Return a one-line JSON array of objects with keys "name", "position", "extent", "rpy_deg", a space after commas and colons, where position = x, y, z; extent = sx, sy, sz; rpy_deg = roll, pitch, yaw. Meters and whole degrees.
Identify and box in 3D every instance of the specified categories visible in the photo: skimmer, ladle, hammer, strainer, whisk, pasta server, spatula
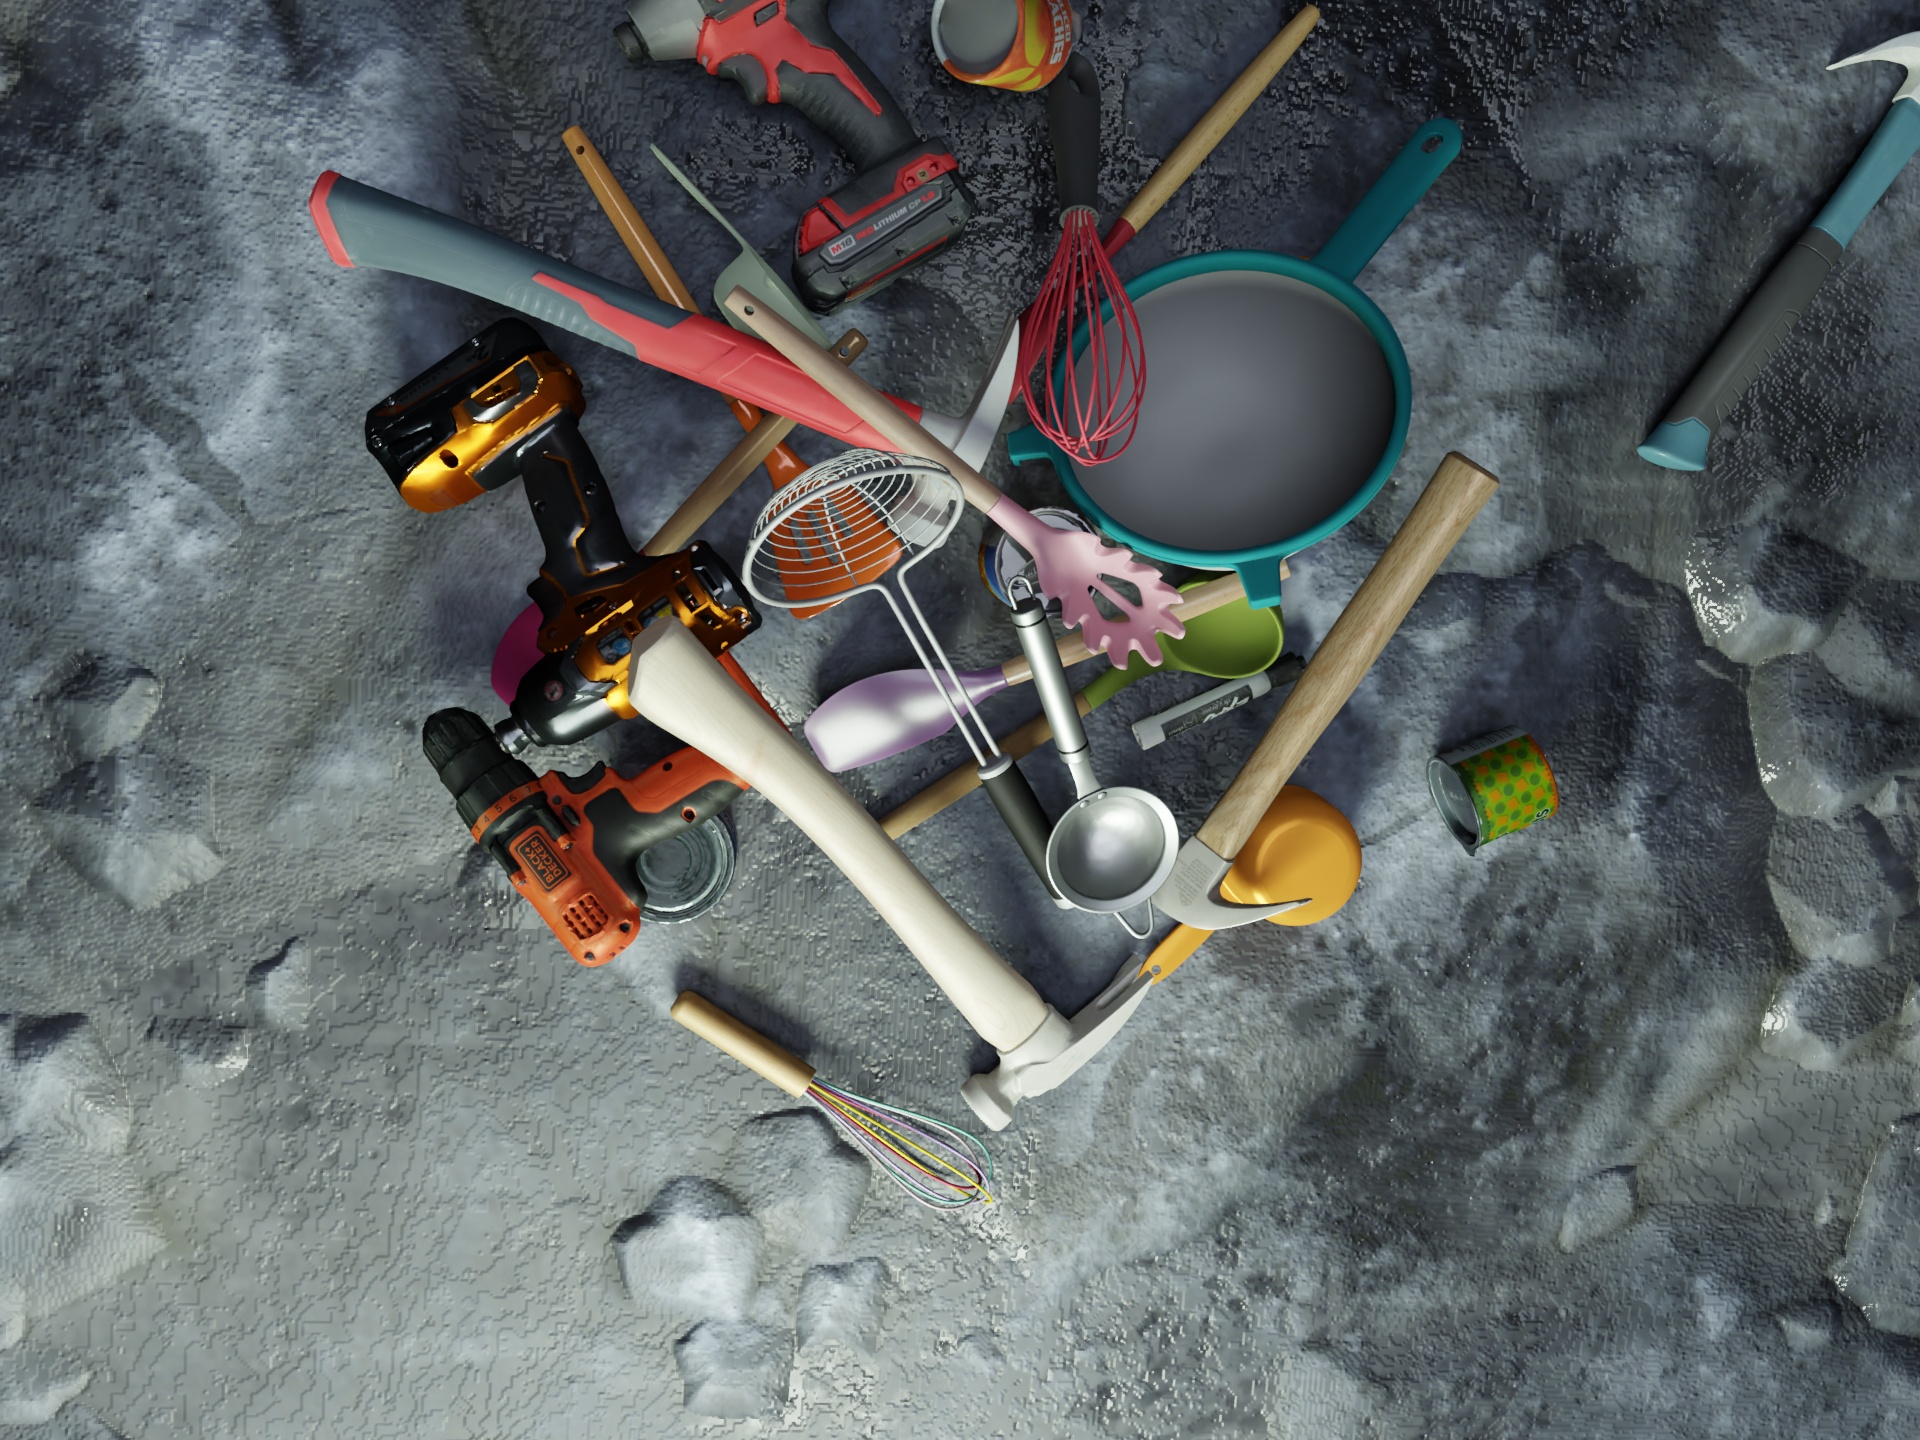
[{"name": "skimmer", "position": [-0.001, -0.003, 0.921], "extent": [0.127, 0.090, 0.363], "rpy_deg": [-27, 121, 5]}, {"name": "ladle", "position": [0.061, 0.006, 1.008], "extent": [0.320, 0.062, 0.078], "rpy_deg": [-33, 117, 1]}, {"name": "hammer", "position": [0.556, -0.301, 1.037], "extent": [0.128, 0.033, 0.331], "rpy_deg": [35, 92, -10]}, {"name": "strainer", "position": [0.071, 0.022, 0.952], "extent": [0.087, 0.050, 0.258], "rpy_deg": [-24, 121, -5]}, {"name": "whisk", "position": [0.069, -0.274, 0.916], "extent": [0.073, 0.073, 0.296], "rpy_deg": [4, 65, -7]}, {"name": "strainer", "position": [0.201, -0.220, 0.974], "extent": [0.211, 0.095, 0.340], "rpy_deg": [35, 79, 22]}, {"name": "hammer", "position": [-0.041, 0.084, 0.951], "extent": [0.146, 0.038, 0.410], "rpy_deg": [-41, 119, -1]}, {"name": "pasta server", "position": [-0.002, -0.138, 0.893], "extent": [0.316, 0.040, 0.060], "rpy_deg": [37, 102, -15]}, {"name": "hammer", "position": [0.218, -0.012, 0.966], "extent": [0.130, 0.031, 0.331], "rpy_deg": [39, 108, 22]}, {"name": "hammer", "position": [-0.159, -0.229, 0.884], "extent": [0.386, 0.038, 0.143], "rpy_deg": [20, 109, -14]}, {"name": "whisk", "position": [-0.079, 0.245, 1.028], "extent": [0.245, 0.047, 0.051], "rpy_deg": [34, 93, -6]}, {"name": "ladle", "position": [0.120, -0.323, 0.978], "extent": [0.031, 0.069, 0.315], "rpy_deg": [41, 85, -10]}, {"name": "spatula", "position": [-0.149, -0.216, 0.964], "extent": [0.081, 0.041, 0.322], "rpy_deg": [-31, 98, 10]}, {"name": "spatula", "position": [0.051, -0.039, 0.981], "extent": [0.316, 0.018, 0.059], "rpy_deg": [-20, 122, 10]}]

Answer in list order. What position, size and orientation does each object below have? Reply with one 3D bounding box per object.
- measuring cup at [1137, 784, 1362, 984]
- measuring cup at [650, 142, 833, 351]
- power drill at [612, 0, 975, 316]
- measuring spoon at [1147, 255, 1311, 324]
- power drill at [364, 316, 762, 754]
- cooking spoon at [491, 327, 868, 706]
[{"name": "measuring cup", "position": [0.186, 0.118, 1.034], "extent": [0.173, 0.052, 0.095], "rpy_deg": [-43, 103, -1]}, {"name": "measuring cup", "position": [-0.143, -0.274, 0.952], "extent": [0.038, 0.083, 0.167], "rpy_deg": [-41, 84, 8]}, {"name": "power drill", "position": [-0.097, -0.360, 0.937], "extent": [0.143, 0.078, 0.219], "rpy_deg": [-30, 96, -3]}, {"name": "measuring spoon", "position": [0.171, -0.273, 1.010], "extent": [0.117, 0.011, 0.021], "rpy_deg": [-18, 97, -8]}, {"name": "power drill", "position": [-0.242, -0.099, 0.915], "extent": [0.164, 0.084, 0.226], "rpy_deg": [-36, 81, -4]}, {"name": "cooking spoon", "position": [-0.170, -0.117, 0.961], "extent": [0.068, 0.017, 0.319], "rpy_deg": [44, 101, -9]}]
